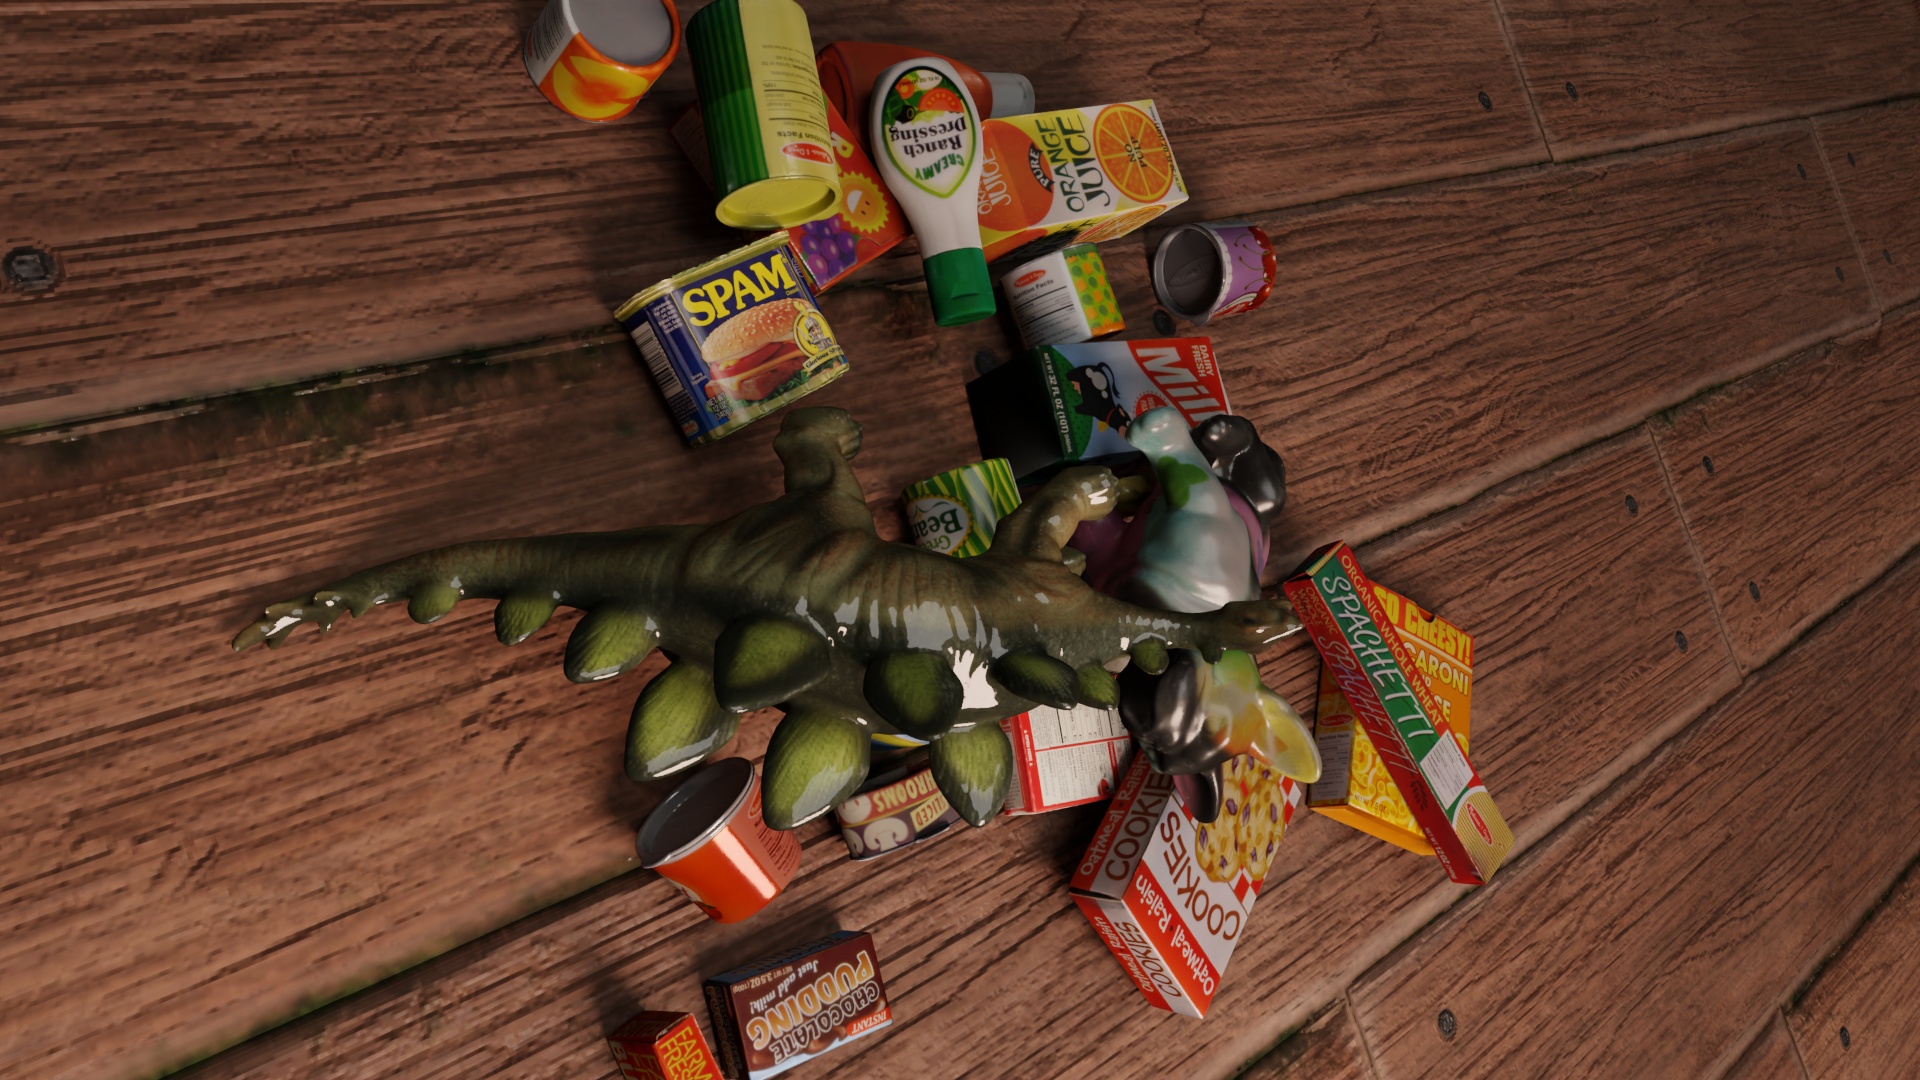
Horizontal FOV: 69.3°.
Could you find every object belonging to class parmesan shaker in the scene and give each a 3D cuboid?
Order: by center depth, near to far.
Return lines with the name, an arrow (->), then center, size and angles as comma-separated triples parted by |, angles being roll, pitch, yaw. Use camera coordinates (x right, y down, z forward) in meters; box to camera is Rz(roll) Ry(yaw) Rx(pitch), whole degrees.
parmesan shaker -> -0.102, -0.223, 0.730 | 0.071, 0.071, 0.103 | -5, 80, -36

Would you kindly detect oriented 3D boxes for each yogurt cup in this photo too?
yogurt cup -> -0.113, 0.146, 0.670 | 0.073, 0.072, 0.054 | -49, 115, -34

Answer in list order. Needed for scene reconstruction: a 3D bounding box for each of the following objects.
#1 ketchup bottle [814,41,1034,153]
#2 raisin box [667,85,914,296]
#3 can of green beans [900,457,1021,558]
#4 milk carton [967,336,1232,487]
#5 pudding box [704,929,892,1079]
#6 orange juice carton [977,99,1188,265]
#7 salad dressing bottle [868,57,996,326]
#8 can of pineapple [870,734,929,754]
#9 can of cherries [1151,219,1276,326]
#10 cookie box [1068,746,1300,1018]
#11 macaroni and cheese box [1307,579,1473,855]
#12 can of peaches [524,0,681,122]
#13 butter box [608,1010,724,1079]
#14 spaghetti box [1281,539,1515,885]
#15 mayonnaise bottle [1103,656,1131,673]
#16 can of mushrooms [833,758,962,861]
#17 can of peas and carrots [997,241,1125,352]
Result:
ketchup bottle -> -0.019, -0.275, 0.866 | 0.149, 0.043, 0.064 | -12, 86, -37
raisin box -> -0.095, -0.206, 0.796 | 0.086, 0.040, 0.123 | -41, 103, -37
can of green beans -> 0.005, -0.010, 0.795 | 0.071, 0.071, 0.058 | -16, 86, -37
milk carton -> 0.106, -0.083, 0.884 | 0.191, 0.073, 0.072 | -10, 82, -37
pudding box -> -0.080, 0.230, 0.690 | 0.084, 0.030, 0.049 | -10, 84, -37
orange juice carton -> 0.048, -0.224, 0.882 | 0.193, 0.073, 0.072 | -20, 90, -37
salad dressing bottle -> -0.012, -0.199, 0.799 | 0.064, 0.044, 0.147 | -13, 90, -7
can of pineapple -> -0.037, 0.080, 0.746 | 0.071, 0.057, 0.071 | 11, 71, -33
can of cherries -> 0.177, -0.187, 0.970 | 0.058, 0.071, 0.071 | -14, 85, -38
cookie box -> 0.139, 0.180, 0.835 | 0.168, 0.040, 0.122 | -56, 128, -33
macaroni and cheese box -> 0.312, 0.127, 0.993 | 0.123, 0.040, 0.167 | 25, 64, -28
can of peaches -> -0.187, -0.264, 0.735 | 0.071, 0.058, 0.071 | 10, 71, -33
butter box -> -0.122, 0.267, 0.635 | 0.024, 0.053, 0.103 | -26, 93, -39
spaghetti box -> 0.298, 0.117, 0.941 | 0.050, 0.028, 0.249 | -36, 98, -35
mayonnaise bottle -> 0.082, 0.053, 0.850 | 0.148, 0.041, 0.065 | 8, 67, -35
can of mushrooms -> -0.031, 0.139, 0.725 | 0.071, 0.071, 0.033 | -18, 87, -37
can of peas and carrots -> 0.066, -0.149, 0.879 | 0.071, 0.070, 0.058 | -21, 91, -38
